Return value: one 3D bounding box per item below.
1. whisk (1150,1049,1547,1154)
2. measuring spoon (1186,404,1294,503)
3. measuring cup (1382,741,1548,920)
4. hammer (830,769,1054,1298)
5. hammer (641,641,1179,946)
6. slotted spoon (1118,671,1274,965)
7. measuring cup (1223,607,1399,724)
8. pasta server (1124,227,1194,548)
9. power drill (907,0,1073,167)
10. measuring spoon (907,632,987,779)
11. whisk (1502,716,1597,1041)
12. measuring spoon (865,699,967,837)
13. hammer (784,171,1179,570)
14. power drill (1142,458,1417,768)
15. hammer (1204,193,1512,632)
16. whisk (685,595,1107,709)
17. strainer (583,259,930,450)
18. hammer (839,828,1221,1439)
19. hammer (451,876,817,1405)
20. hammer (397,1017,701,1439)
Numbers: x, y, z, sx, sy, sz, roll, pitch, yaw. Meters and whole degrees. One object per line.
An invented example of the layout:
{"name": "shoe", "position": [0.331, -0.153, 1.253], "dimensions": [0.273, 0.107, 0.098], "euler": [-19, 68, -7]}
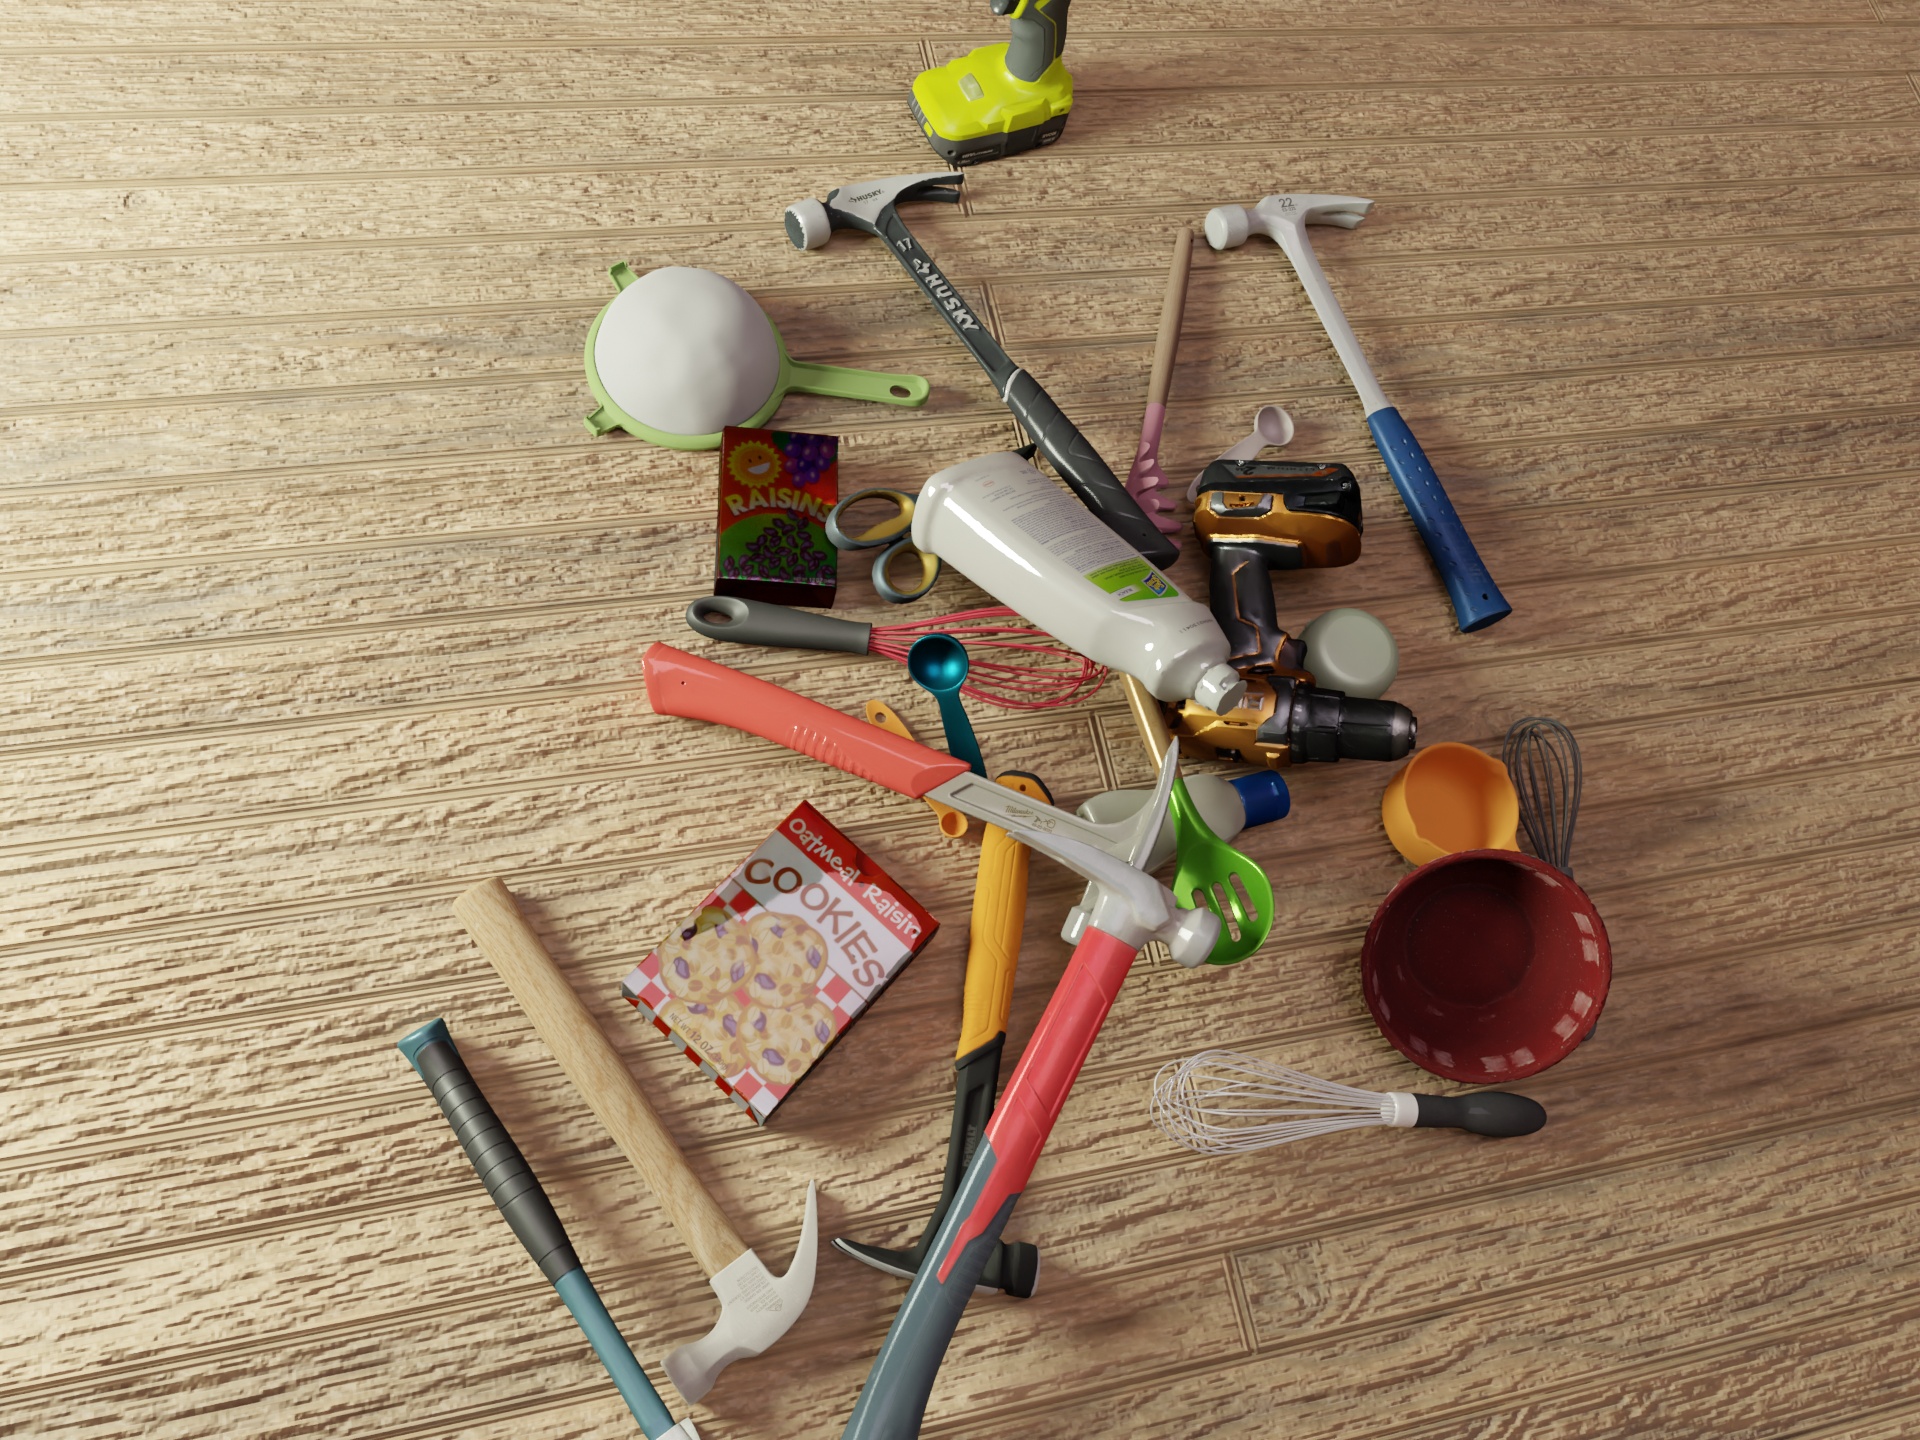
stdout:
{"name": "whisk", "position": [0.259, 0.253, 1.042], "dimensions": [0.284, 0.070, 0.070], "euler": [6, 67, -14]}
{"name": "measuring spoon", "position": [0.214, -0.203, 1.238], "dimensions": [0.124, 0.018, 0.034], "euler": [-41, 94, -24]}
{"name": "measuring cup", "position": [0.373, 0.097, 1.131], "dimensions": [0.095, 0.052, 0.174], "euler": [-35, 81, -22]}
{"name": "hammer", "position": [0.008, 0.188, 1.028], "dimensions": [0.127, 0.034, 0.337], "euler": [13, 66, -7]}
{"name": "hammer", "position": [-0.042, 0.018, 1.047], "dimensions": [0.359, 0.036, 0.149], "euler": [22, 82, 9]}
{"name": "slotted spoon", "position": [0.136, 0.019, 1.069], "dimensions": [0.070, 0.031, 0.314], "euler": [-25, 64, 16]}
{"name": "measuring cup", "position": [0.249, -0.031, 1.164], "dimensions": [0.167, 0.038, 0.083], "euler": [-23, 74, -20]}
{"name": "pasta server", "position": [0.164, -0.267, 1.245], "dimensions": [0.040, 0.060, 0.316], "euler": [-3, 60, 27]}
{"name": "power drill", "position": [0.037, -0.540, 1.228], "dimensions": [0.171, 0.223, 0.080], "euler": [-22, 74, -19]}
{"name": "measuring spoon", "position": [-0.002, -0.003, 1.081], "dimensions": [0.042, 0.128, 0.021], "euler": [-10, 24, 16]}
{"name": "whisk", "position": [0.431, 0.110, 1.143], "dimensions": [0.055, 0.055, 0.239], "euler": [2, 72, -11]}
{"name": "measuring spoon", "position": [-0.032, 0.034, 1.097], "dimensions": [0.021, 0.011, 0.117], "euler": [-28, 73, -21]}
{"name": "hammer", "position": [0.033, -0.267, 1.195], "dimensions": [0.149, 0.036, 0.409], "euler": [-27, 69, -22]}
{"name": "power drill", "position": [0.237, -0.070, 1.128], "dimensions": [0.185, 0.084, 0.226], "euler": [6, 65, 20]}
{"name": "hammer", "position": [0.339, -0.258, 1.278], "dimensions": [0.144, 0.035, 0.406], "euler": [-16, 72, -17]}
{"name": "whisk", "position": [-0.044, -0.054, 1.107], "dimensions": [0.296, 0.073, 0.073], "euler": [8, 67, -1]}
{"name": "strainer", "position": [-0.146, -0.271, 1.164], "dimensions": [0.256, 0.069, 0.152], "euler": [7, 67, -7]}
{"name": "hammer", "position": [0.012, 0.256, 0.944], "dimensions": [0.143, 0.038, 0.386], "euler": [29, 77, -3]}
{"name": "hammer", "position": [-0.203, 0.233, 0.966], "dimensions": [0.130, 0.031, 0.331], "euler": [-33, 78, -21]}
{"name": "hammer", "position": [-0.228, 0.303, 0.898], "dimensions": [0.033, 0.128, 0.331], "euler": [-31, 68, -22]}
